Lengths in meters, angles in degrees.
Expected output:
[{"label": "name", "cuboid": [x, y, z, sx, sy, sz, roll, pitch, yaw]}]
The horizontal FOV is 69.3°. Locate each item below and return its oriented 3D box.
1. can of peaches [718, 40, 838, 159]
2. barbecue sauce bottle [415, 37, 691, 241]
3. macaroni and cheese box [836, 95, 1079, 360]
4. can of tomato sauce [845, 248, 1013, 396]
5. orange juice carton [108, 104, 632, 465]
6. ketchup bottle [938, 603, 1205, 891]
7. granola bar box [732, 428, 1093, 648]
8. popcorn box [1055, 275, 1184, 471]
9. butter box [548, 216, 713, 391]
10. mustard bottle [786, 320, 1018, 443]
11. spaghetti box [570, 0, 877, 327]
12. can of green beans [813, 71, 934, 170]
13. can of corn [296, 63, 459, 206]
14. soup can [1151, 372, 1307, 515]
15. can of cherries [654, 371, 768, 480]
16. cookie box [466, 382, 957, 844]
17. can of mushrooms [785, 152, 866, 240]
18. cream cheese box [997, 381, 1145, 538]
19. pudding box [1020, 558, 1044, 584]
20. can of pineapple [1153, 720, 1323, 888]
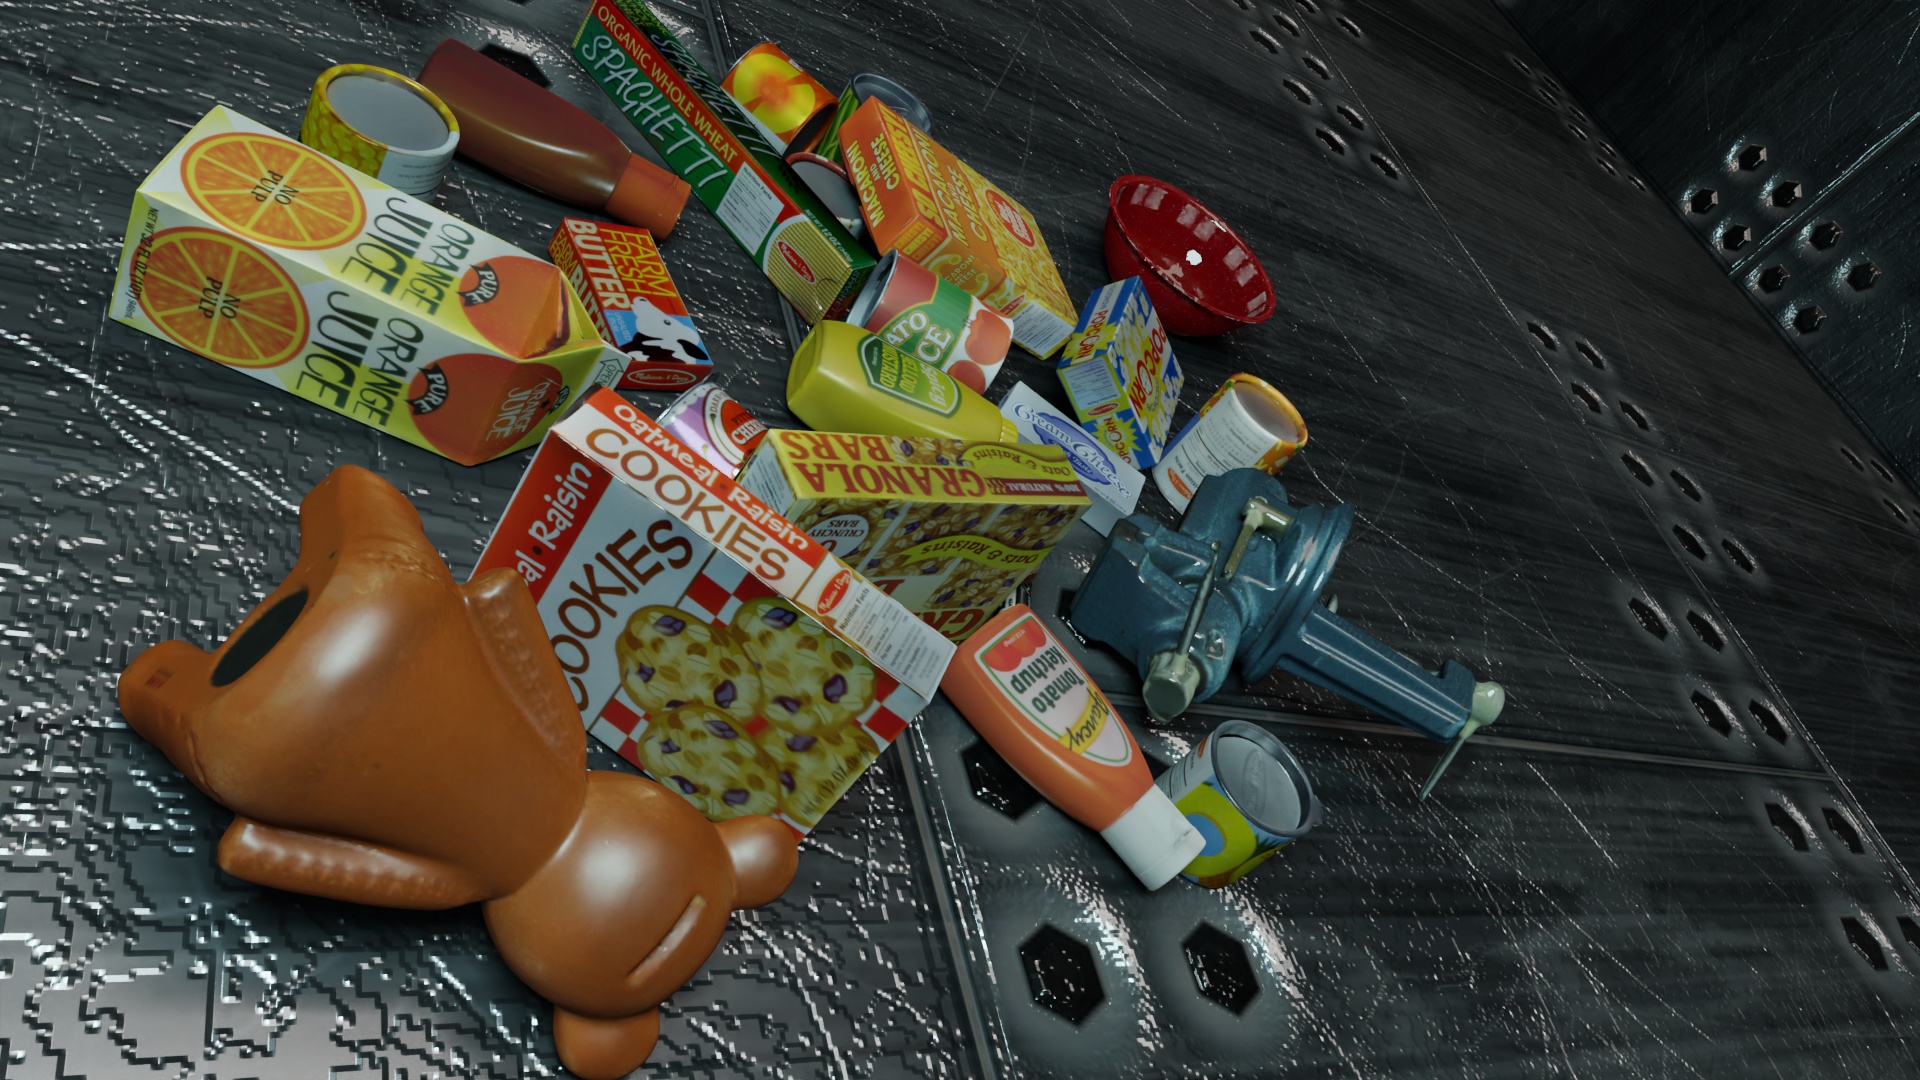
[{"label": "can of peaches", "cuboid": [-0.119, -0.279, 0.896, 0.058, 0.071, 0.071, 41, 36, -1]}, {"label": "barbecue sauce bottle", "cuboid": [-0.223, -0.216, 0.762, 0.148, 0.043, 0.065, 26, 39, -20]}, {"label": "macaroni and cheese box", "cuboid": [0.000, -0.203, 0.915, 0.166, 0.040, 0.124, 24, 37, -44]}, {"label": "can of tomato sauce", "cuboid": [-0.020, -0.122, 0.825, 0.083, 0.071, 0.071, 27, 38, -18]}, {"label": "orange juice carton", "cuboid": [-0.244, -0.098, 0.598, 0.193, 0.071, 0.073, 25, 40, -20]}, {"label": "ketchup bottle", "cuboid": [0.056, 0.103, 0.679, 0.149, 0.043, 0.065, 48, 44, 10]}, {"label": "granola bar box", "cuboid": [-0.039, 0.006, 0.627, 0.166, 0.123, 0.039, 0, 52, -42]}, {"label": "popcorn box", "cuboid": [0.108, -0.110, 0.920, 0.085, 0.038, 0.127, 62, 29, -24]}, {"label": "butter box", "cuboid": [-0.173, -0.123, 0.726, 0.053, 0.024, 0.104, -3, 54, -43]}, {"label": "mustard bottle", "cuboid": [-0.018, -0.069, 0.785, 0.160, 0.048, 0.065, 22, 41, -23]}, {"label": "spaghetti box", "cuboid": [-0.147, -0.236, 0.844, 0.250, 0.050, 0.029, 49, 35, 12]}, {"label": "can of green beans", "cuboid": [-0.060, -0.278, 0.957, 0.071, 0.057, 0.071, 24, 39, -21]}, {"label": "can of corn", "cuboid": [-0.283, -0.186, 0.666, 0.071, 0.058, 0.071, 24, 39, -21]}, {"label": "soup can", "cuboid": [0.179, -0.060, 0.921, 0.071, 0.083, 0.072, 24, 39, -21]}, {"label": "can of cherries", "cuboid": [-0.114, -0.034, 0.646, 0.058, 0.071, 0.072, 41, 36, 0]}, {"label": "cookie box", "cuboid": [-0.104, 0.037, 0.540, 0.167, 0.122, 0.040, 37, 36, -5]}, {"label": "can of mushrooms", "cuboid": [-0.092, -0.214, 0.883, 0.071, 0.033, 0.071, 24, 40, -22]}, {"label": "cream cheese box", "cuboid": [0.063, -0.050, 0.859, 0.104, 0.024, 0.054, 37, 35, -5]}, {"label": "pudding box", "cuboid": [0.003, -0.009, 0.735, 0.084, 0.030, 0.050, 36, 19, 22]}, {"label": "can of pineapple", "cuboid": [0.137, 0.135, 0.704, 0.071, 0.057, 0.071, 24, 40, -21]}]
